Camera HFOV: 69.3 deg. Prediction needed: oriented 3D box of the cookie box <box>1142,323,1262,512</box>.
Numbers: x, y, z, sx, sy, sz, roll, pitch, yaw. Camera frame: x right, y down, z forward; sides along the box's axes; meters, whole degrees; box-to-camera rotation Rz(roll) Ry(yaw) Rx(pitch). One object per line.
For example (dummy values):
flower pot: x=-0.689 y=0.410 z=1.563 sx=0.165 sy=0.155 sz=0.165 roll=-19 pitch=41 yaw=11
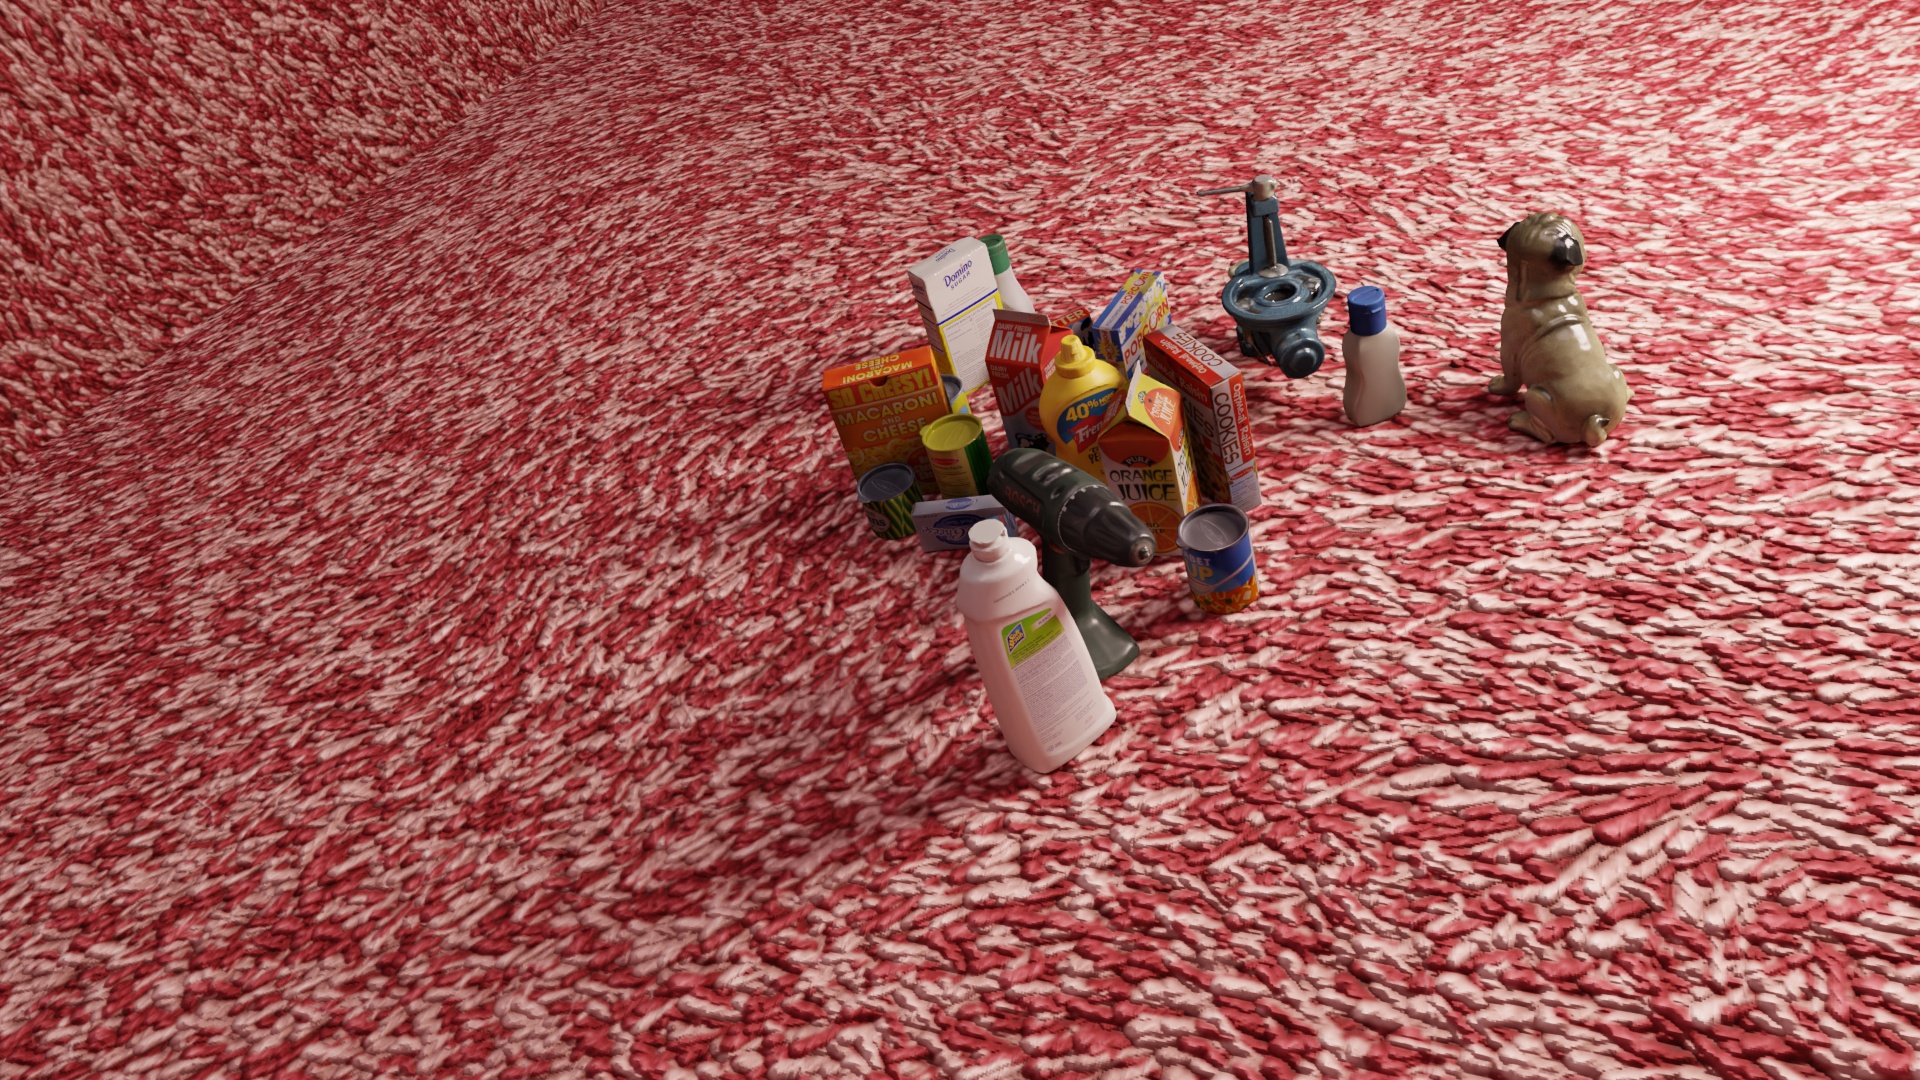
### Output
cookie box: x=0.242 y=-0.120 z=1.396 sx=0.040 sy=0.166 sz=0.123 roll=-28 pitch=39 yaw=-11

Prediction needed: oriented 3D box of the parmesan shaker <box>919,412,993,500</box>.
parmesan shaker: x=0.002 y=-0.077 z=1.492 sx=0.071 sy=0.102 sz=0.072 roll=-11 pitch=39 yaw=9

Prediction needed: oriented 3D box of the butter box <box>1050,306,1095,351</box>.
butter box: x=0.113 y=-0.238 z=1.680 sx=0.103 sy=0.053 sz=0.024 roll=-24 pitch=39 yaw=-7

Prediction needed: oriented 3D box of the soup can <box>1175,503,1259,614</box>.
soup can: x=0.239 y=0.019 z=1.298 sx=0.071 sy=0.083 sz=0.072 roll=-11 pitch=39 yaw=9

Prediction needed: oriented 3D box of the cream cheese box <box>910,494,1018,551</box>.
cream cheese box: x=0.005 y=-0.018 z=1.460 sx=0.104 sy=0.053 sz=0.024 roll=-6 pitch=40 yaw=16

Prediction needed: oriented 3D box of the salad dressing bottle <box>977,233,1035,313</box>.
salad dressing bottle: x=0.053 y=-0.304 z=1.708 sx=0.064 sy=0.147 sz=0.044 roll=8 pitch=46 yaw=30

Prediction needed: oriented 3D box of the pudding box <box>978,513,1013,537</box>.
pudding box: x=0.045 y=0.017 z=1.405 sx=0.030 sy=0.049 sz=0.084 roll=-18 pitch=38 yaw=1

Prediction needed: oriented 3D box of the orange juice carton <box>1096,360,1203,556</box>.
orange juice carton: x=0.183 y=-0.078 z=1.348 sx=0.073 sy=0.191 sz=0.072 roll=0 pitch=42 yaw=22

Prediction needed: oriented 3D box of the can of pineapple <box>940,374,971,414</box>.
can of pineapple: x=-0.023 y=-0.152 z=1.628 sx=0.071 sy=0.057 sz=0.071 roll=-11 pitch=39 yaw=9

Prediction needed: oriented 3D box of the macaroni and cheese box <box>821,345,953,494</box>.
macaroni and cheese box: x=-0.068 y=-0.122 z=1.523 sx=0.124 sy=0.165 sz=0.040 roll=-13 pitch=39 yaw=7

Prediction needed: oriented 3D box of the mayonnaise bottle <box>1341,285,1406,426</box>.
mayonnaise bottle: x=0.421 y=-0.190 z=1.423 sx=0.065 sy=0.147 sz=0.041 roll=-24 pitch=39 yaw=-6

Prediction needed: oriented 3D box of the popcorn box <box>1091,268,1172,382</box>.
popcorn box: x=0.203 y=-0.249 z=1.632 sx=0.038 sy=0.084 sz=0.127 roll=11 pitch=47 yaw=32

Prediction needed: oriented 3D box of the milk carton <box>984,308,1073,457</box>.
milk carton: x=0.085 y=-0.167 z=1.497 sx=0.072 sy=0.189 sz=0.074 roll=12 pitch=48 yaw=33

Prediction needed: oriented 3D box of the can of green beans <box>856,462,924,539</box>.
can of green beans: x=-0.074 y=-0.043 z=1.518 sx=0.071 sy=0.057 sz=0.071 roll=-11 pitch=39 yaw=9
